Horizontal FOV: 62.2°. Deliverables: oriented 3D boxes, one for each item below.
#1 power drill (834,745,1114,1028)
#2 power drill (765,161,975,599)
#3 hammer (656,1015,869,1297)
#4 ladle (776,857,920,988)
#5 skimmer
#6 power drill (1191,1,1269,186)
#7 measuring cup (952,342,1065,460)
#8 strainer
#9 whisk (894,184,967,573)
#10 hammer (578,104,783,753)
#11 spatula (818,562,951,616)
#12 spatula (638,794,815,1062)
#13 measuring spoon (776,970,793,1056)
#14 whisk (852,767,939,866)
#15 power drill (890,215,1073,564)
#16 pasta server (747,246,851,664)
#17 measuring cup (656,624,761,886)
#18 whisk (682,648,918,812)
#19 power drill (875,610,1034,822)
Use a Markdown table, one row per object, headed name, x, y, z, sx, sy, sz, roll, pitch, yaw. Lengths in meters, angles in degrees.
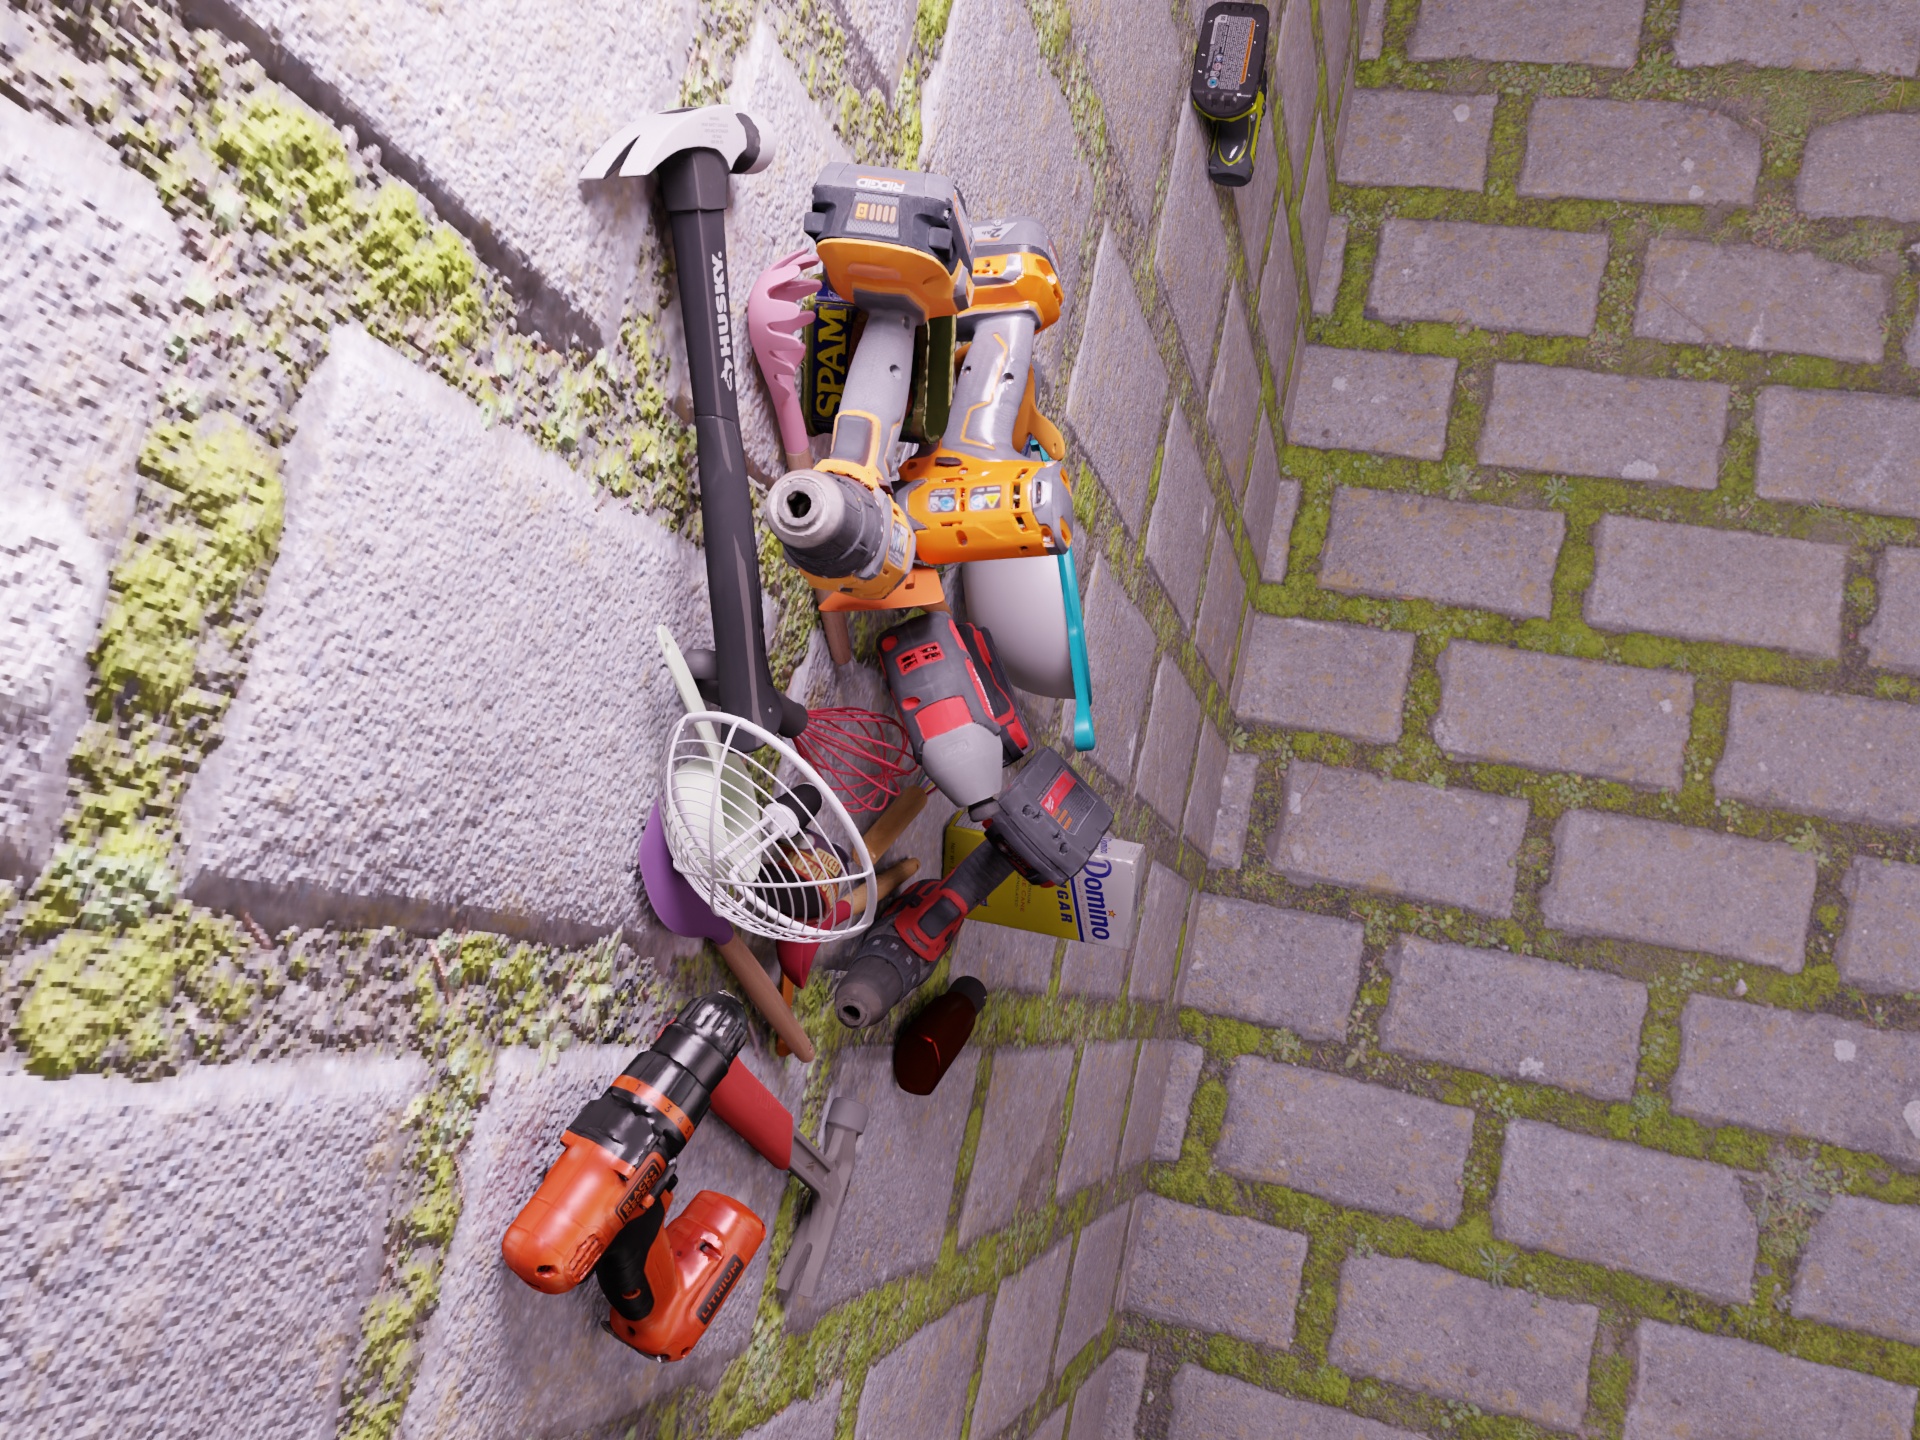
| name | x | y | z | sx | sy | sz | roll | pitch | yaw |
| --- | --- | --- | --- | --- | --- | --- | --- | --- | --- |
| power drill | 0.001 | 0.136 | 1.218 | 0.226 | 0.080 | 0.188 | -44 | 180 | 27 |
| power drill | -0.054 | -0.183 | 0.871 | 0.185 | 0.084 | 0.226 | 5 | 95 | -82 |
| hammer | -0.135 | 0.288 | 1.091 | 0.358 | 0.037 | 0.149 | 70 | 34 | -59 |
| ladle | -0.078 | 0.135 | 1.192 | 0.315 | 0.031 | 0.069 | -20 | 117 | -74 |
| skimmer | -0.084 | 0.043 | 0.853 | 0.090 | 0.127 | 0.363 | -42 | -179 | 4 |
| power drill | 0.342 | -0.784 | 1.968 | 0.223 | 0.080 | 0.171 | 13 | 88 | -76 |
| measuring cup | 0.029 | -0.226 | 1.179 | 0.174 | 0.052 | 0.095 | -120 | -144 | -59 |
| strainer | 0.051 | -0.073 | 1.284 | 0.341 | 0.095 | 0.210 | -92 | 173 | -56 |
| whisk | -0.015 | -0.246 | 1.159 | 0.070 | 0.070 | 0.284 | -11 | 105 | -72 |
| hammer | -0.128 | -0.144 | 0.832 | 0.146 | 0.035 | 0.334 | -42 | 133 | -63 |
| spatula | -0.032 | -0.085 | 1.154 | 0.322 | 0.081 | 0.041 | 14 | 72 | -83 |
| spatula | -0.143 | 0.150 | 1.010 | 0.315 | 0.018 | 0.060 | 70 | 28 | -53 |
| measuring spoon | -0.118 | 0.184 | 1.127 | 0.021 | 0.011 | 0.117 | -24 | 122 | -69 |
| whisk | -0.025 | 0.050 | 1.303 | 0.245 | 0.047 | 0.051 | -48 | 145 | -54 |
| power drill | -0.008 | -0.214 | 1.069 | 0.084 | 0.164 | 0.227 | 43 | 46 | -69 |
| pasta server | -0.091 | -0.150 | 0.997 | 0.315 | 0.040 | 0.060 | 82 | 14 | -47 |
| measuring cup | -0.154 | 0.021 | 0.891 | 0.083 | 0.038 | 0.167 | -87 | 163 | -58 |
| whisk | -0.100 | 0.005 | 1.018 | 0.295 | 0.073 | 0.073 | 37 | 64 | -65 |
| power drill | -0.002 | -0.004 | 1.139 | 0.219 | 0.078 | 0.143 | -26 | 94 | -85 |
